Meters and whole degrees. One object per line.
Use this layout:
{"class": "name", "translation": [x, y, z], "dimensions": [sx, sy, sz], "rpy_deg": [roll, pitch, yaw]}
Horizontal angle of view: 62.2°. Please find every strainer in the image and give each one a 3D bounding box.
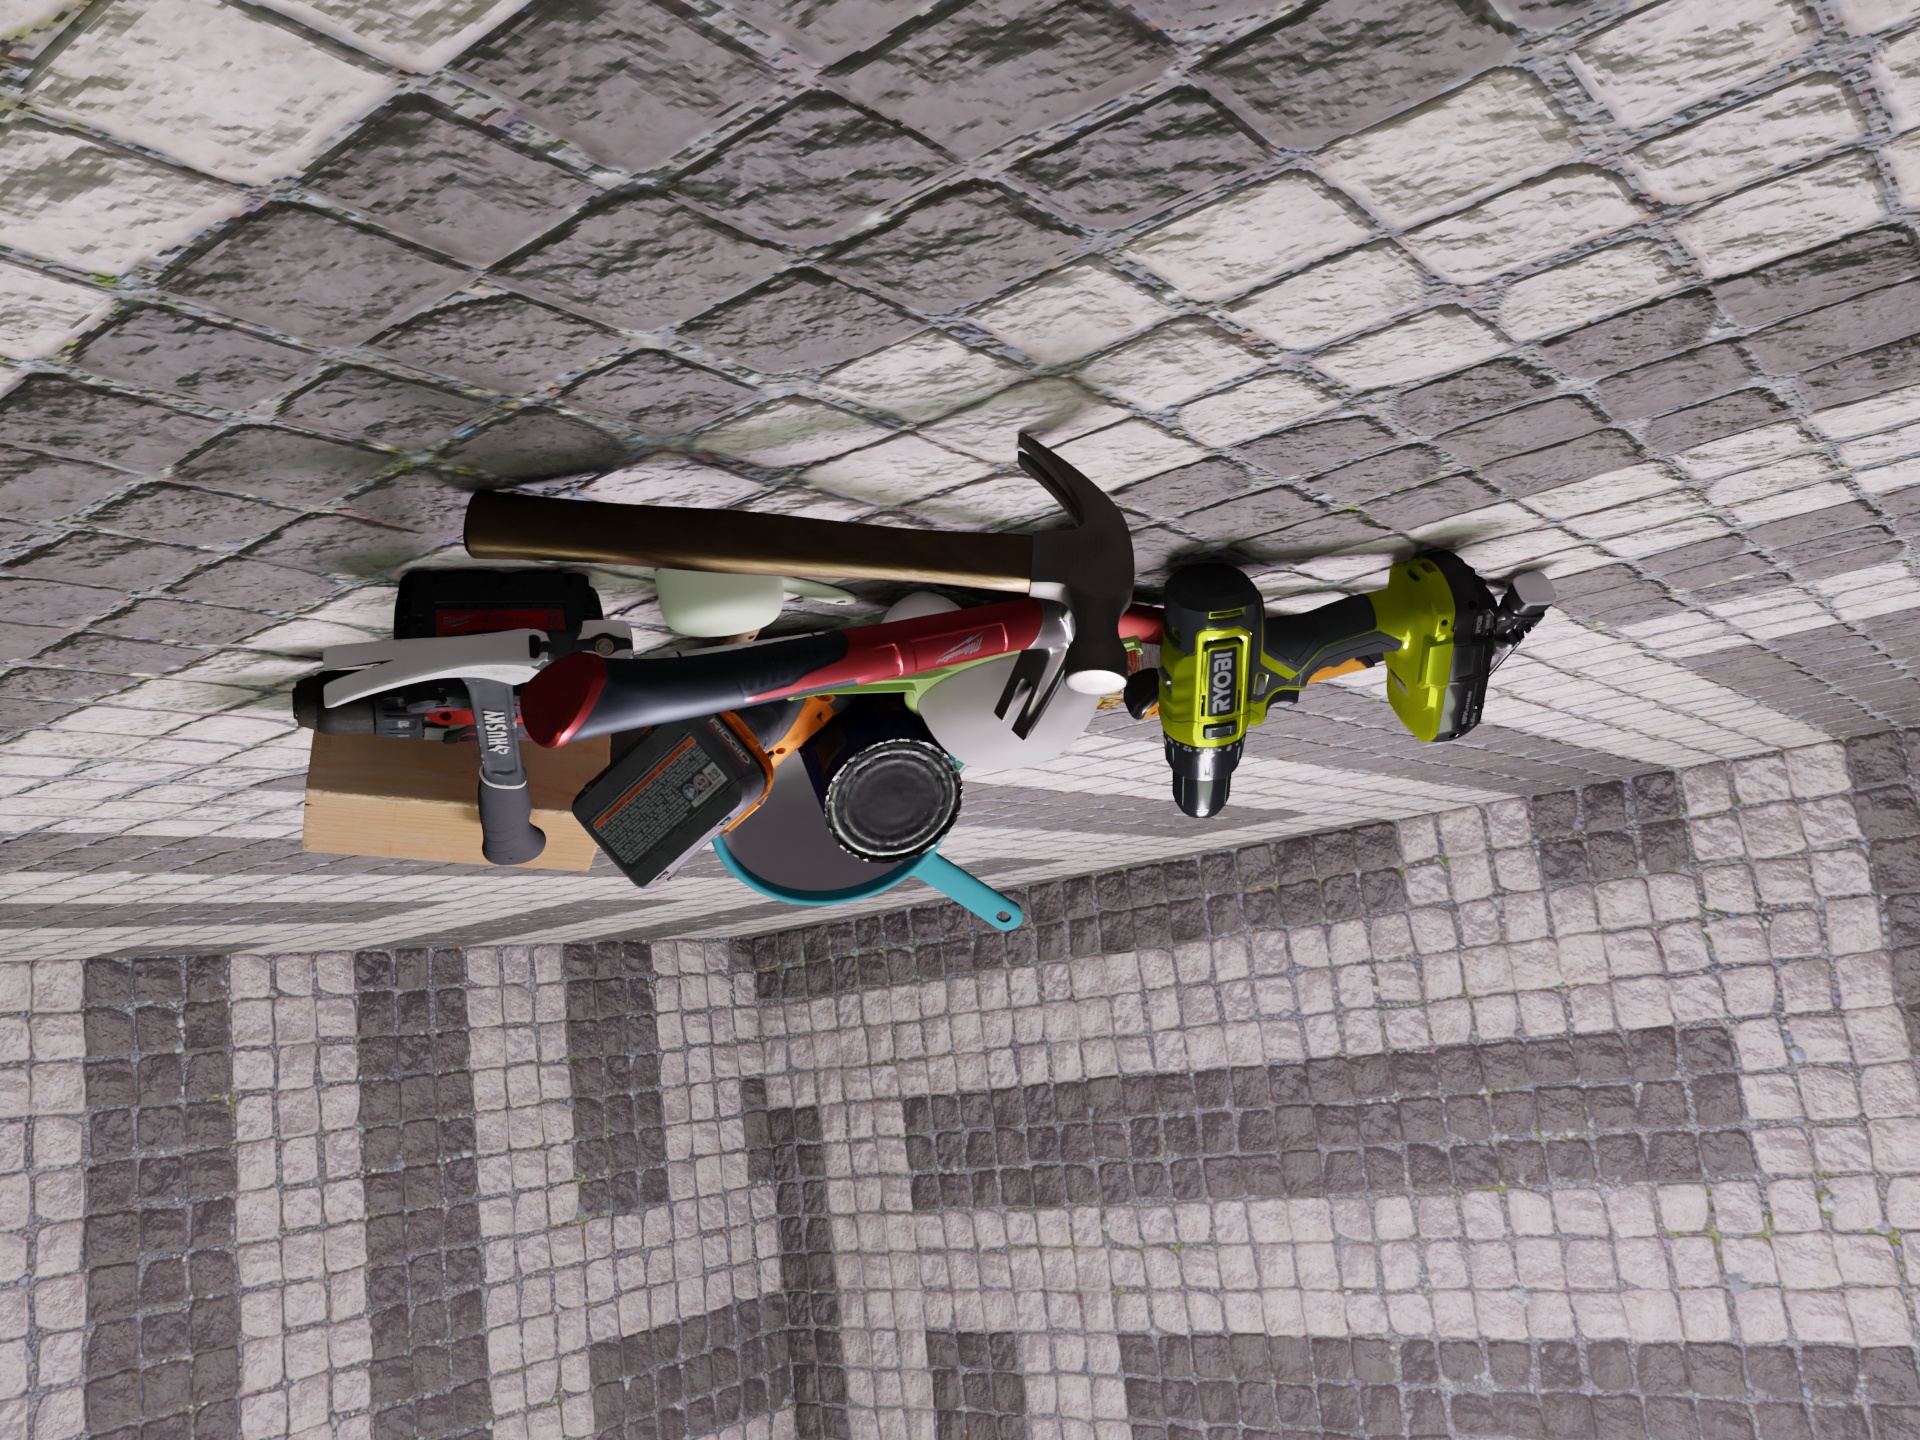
{"class": "strainer", "translation": [-0.002, -0.003, 1.073], "dimensions": [0.256, 0.069, 0.151], "rpy_deg": [-3, 161, -37]}
{"class": "strainer", "translation": [-0.085, -0.051, 1.038], "dimensions": [0.258, 0.050, 0.087], "rpy_deg": [-10, 178, -24]}
{"class": "strainer", "translation": [-0.070, 0.079, 1.375], "dimensions": [0.211, 0.095, 0.340], "rpy_deg": [-43, 126, 14]}

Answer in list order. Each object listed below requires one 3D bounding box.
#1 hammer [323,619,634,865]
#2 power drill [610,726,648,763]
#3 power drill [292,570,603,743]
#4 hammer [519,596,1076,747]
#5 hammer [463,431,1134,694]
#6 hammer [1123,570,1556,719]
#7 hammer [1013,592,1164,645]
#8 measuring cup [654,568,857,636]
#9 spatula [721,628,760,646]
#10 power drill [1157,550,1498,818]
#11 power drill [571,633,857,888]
{"class": "hammer", "translation": [-0.281, 0.029, 0.955], "dimensions": [0.149, 0.036, 0.408], "rpy_deg": [-3, 162, -15]}
{"class": "power drill", "translation": [-0.315, 0.037, 1.338], "dimensions": [0.219, 0.079, 0.143], "rpy_deg": [-18, 165, 35]}
{"class": "power drill", "translation": [-0.322, -0.028, 1.004], "dimensions": [0.187, 0.080, 0.226], "rpy_deg": [-2, 171, -21]}
{"class": "hammer", "translation": [-0.067, -0.022, 0.876], "dimensions": [0.386, 0.038, 0.143], "rpy_deg": [-14, 137, -45]}
{"class": "hammer", "translation": [-0.079, -0.089, 0.792], "dimensions": [0.331, 0.130, 0.031], "rpy_deg": [4, 158, 0]}
{"class": "hammer", "translation": [0.281, -0.043, 1.210], "dimensions": [0.337, 0.034, 0.127], "rpy_deg": [-11, 154, -15]}
{"class": "hammer", "translation": [0.170, -0.063, 1.196], "dimensions": [0.358, 0.037, 0.149], "rpy_deg": [4, 159, -42]}
{"class": "measuring cup", "translation": [-0.118, -0.071, 0.993], "dimensions": [0.083, 0.038, 0.167], "rpy_deg": [-14, 168, 34]}
{"class": "spatula", "translation": [-0.211, 0.004, 1.183], "dimensions": [0.059, 0.018, 0.316], "rpy_deg": [-10, 158, -35]}
{"class": "power drill", "translation": [0.249, -0.026, 1.124], "dimensions": [0.228, 0.190, 0.080], "rpy_deg": [-9, -147, -9]}
{"class": "power drill", "translation": [-0.170, 0.030, 1.082], "dimensions": [0.164, 0.084, 0.226], "rpy_deg": [-40, -177, 21]}
